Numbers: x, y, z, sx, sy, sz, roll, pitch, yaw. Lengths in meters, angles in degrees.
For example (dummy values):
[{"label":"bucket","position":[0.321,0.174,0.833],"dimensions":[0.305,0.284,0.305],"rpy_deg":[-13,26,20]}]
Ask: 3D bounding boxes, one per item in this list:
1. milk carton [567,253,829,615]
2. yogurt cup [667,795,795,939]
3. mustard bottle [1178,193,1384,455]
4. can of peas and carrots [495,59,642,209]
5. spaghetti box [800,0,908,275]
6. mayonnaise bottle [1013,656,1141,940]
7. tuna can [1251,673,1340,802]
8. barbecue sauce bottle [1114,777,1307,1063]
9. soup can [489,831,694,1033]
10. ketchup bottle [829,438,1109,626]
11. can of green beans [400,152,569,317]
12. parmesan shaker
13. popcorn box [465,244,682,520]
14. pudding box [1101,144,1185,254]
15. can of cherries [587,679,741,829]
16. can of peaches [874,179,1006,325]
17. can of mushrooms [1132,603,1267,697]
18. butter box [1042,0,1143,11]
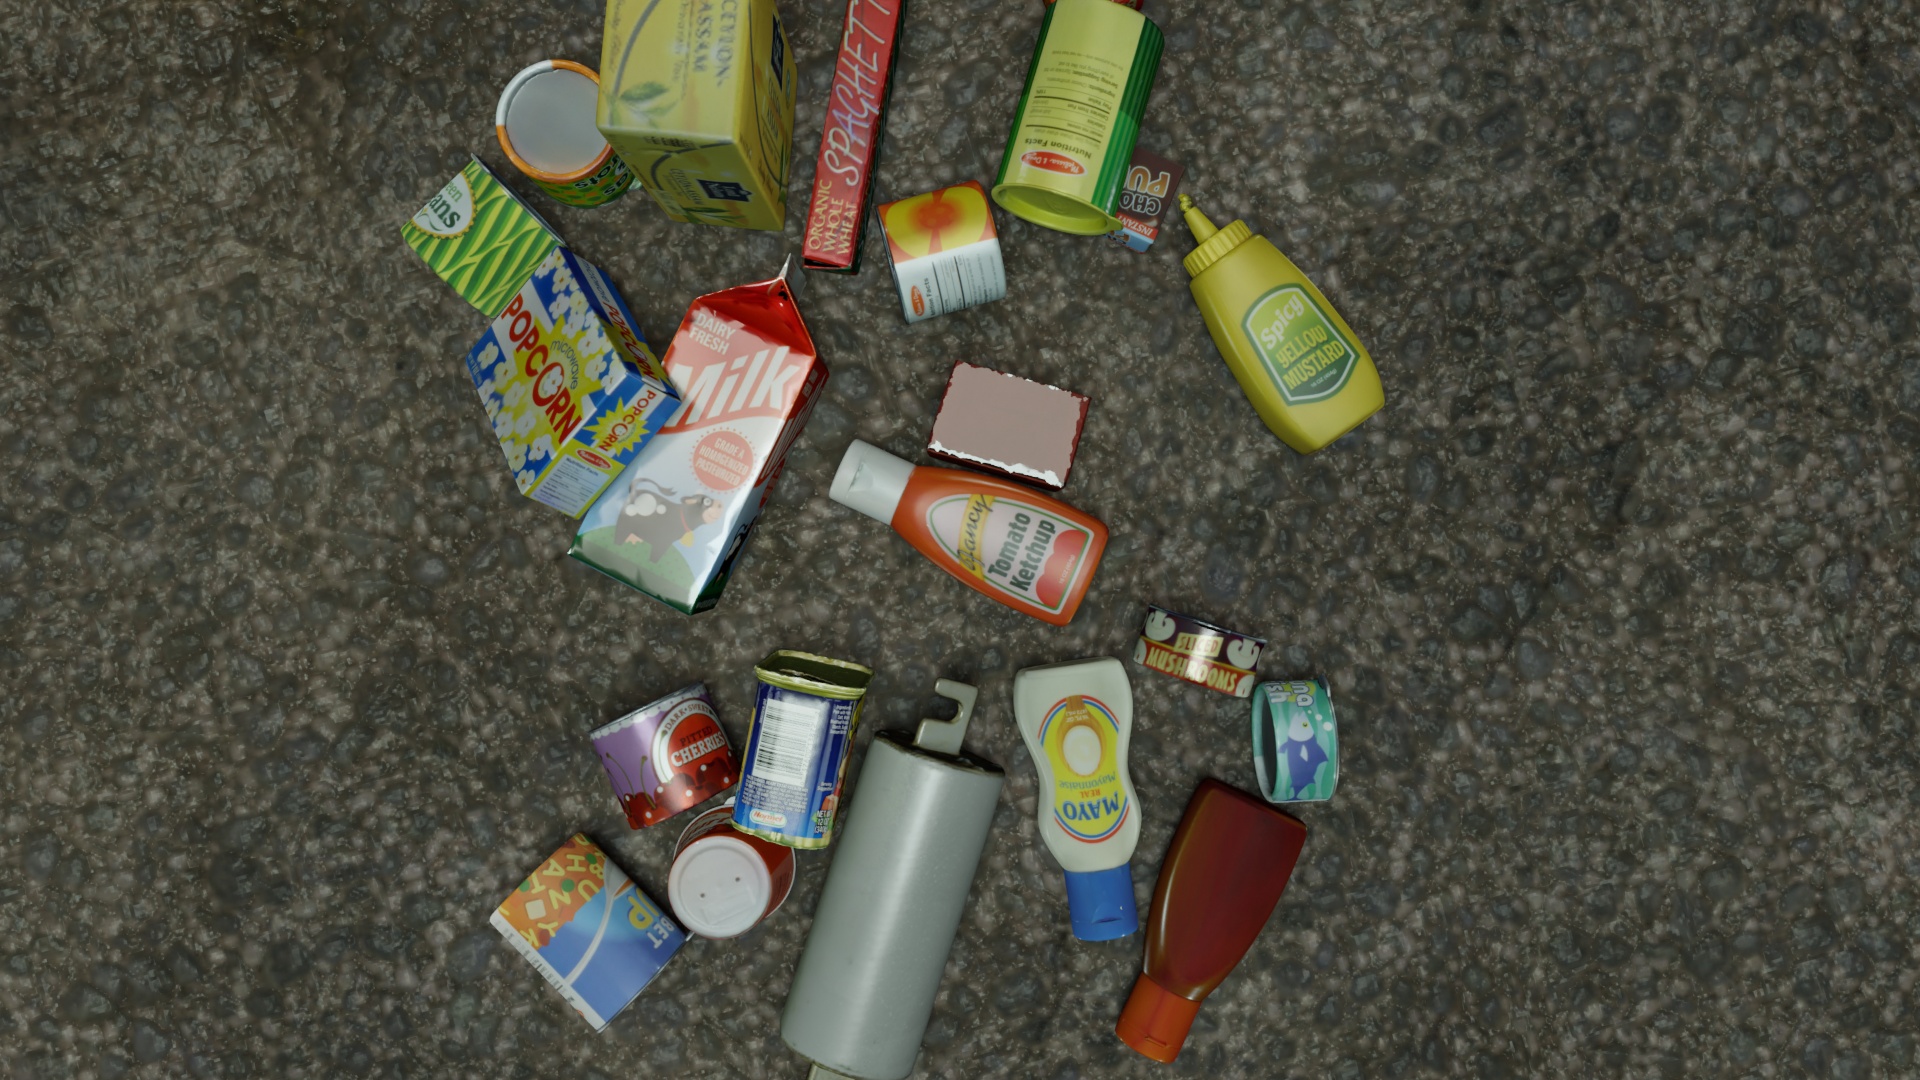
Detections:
[{"label":"milk carton","position":[-0.128,-0.061,0.745],"dimensions":[0.073,0.072,0.190],"rpy_deg":[26,88,0]},{"label":"yogurt cup","position":[-0.125,0.180,0.748],"dimensions":[0.072,0.054,0.072],"rpy_deg":[0,90,-1]},{"label":"mustard bottle","position":[0.165,-0.124,0.762],"dimensions":[0.065,0.049,0.160],"rpy_deg":[-36,89,-3]},{"label":"can of peas and carrots","position":[-0.209,-0.218,0.755],"dimensions":[0.071,0.059,0.071],"rpy_deg":[0,89,0]},{"label":"spaghetti box","position":[-0.049,-0.267,0.746],"dimensions":[0.029,0.050,0.249],"rpy_deg":[11,97,-1]},{"label":"mayonnaise bottle","position":[0.069,0.140,0.758],"dimensions":[0.065,0.041,0.148],"rpy_deg":[-8,88,-3]},{"label":"tuna can","position":[0.179,0.106,0.747],"dimensions":[0.033,0.071,0.071],"rpy_deg":[-2,89,0]},{"label":"barbecue sauce bottle","position":[0.131,0.208,0.757],"dimensions":[0.065,0.043,0.148],"rpy_deg":[25,89,0]},{"label":"soup can","position":[-0.195,0.206,0.741],"dimensions":[0.071,0.071,0.084],"rpy_deg":[-45,89,-1]},{"label":"ketchup bottle","position":[0.003,-0.010,0.760],"dimensions":[0.149,0.043,0.064],"rpy_deg":[24,94,0]},{"label":"can of green beans","position":[-0.256,-0.163,0.749],"dimensions":[0.058,0.071,0.071],"rpy_deg":[-44,90,-1]},{"label":"parmesan shaker","position":[0.065,-0.219,0.724],"dimensions":[0.071,0.071,0.103],"rpy_deg":[17,87,0]},{"label":"popcorn box","position":[-0.204,-0.084,0.720],"dimensions":[0.085,0.038,0.127],"rpy_deg":[-46,50,12]},{"label":"pudding box","position":[0.076,-0.199,0.773],"dimensions":[0.084,0.030,0.049],"rpy_deg":[24,89,0]},{"label":"can of cherries","position":[-0.155,0.114,0.742],"dimensions":[0.071,0.071,0.058],"rpy_deg":[-24,90,-1]},{"label":"can of peaches","position":[-0.011,-0.158,0.753],"dimensions":[0.058,0.071,0.071],"rpy_deg":[-15,89,-1]},{"label":"can of mushrooms","position":[0.128,0.059,0.747],"dimensions":[0.071,0.071,0.033],"rpy_deg":[18,91,0]},{"label":"butter box","position":[0.061,-0.339,0.779],"dimensions":[0.053,0.024,0.103],"rpy_deg":[-22,89,-2]}]
